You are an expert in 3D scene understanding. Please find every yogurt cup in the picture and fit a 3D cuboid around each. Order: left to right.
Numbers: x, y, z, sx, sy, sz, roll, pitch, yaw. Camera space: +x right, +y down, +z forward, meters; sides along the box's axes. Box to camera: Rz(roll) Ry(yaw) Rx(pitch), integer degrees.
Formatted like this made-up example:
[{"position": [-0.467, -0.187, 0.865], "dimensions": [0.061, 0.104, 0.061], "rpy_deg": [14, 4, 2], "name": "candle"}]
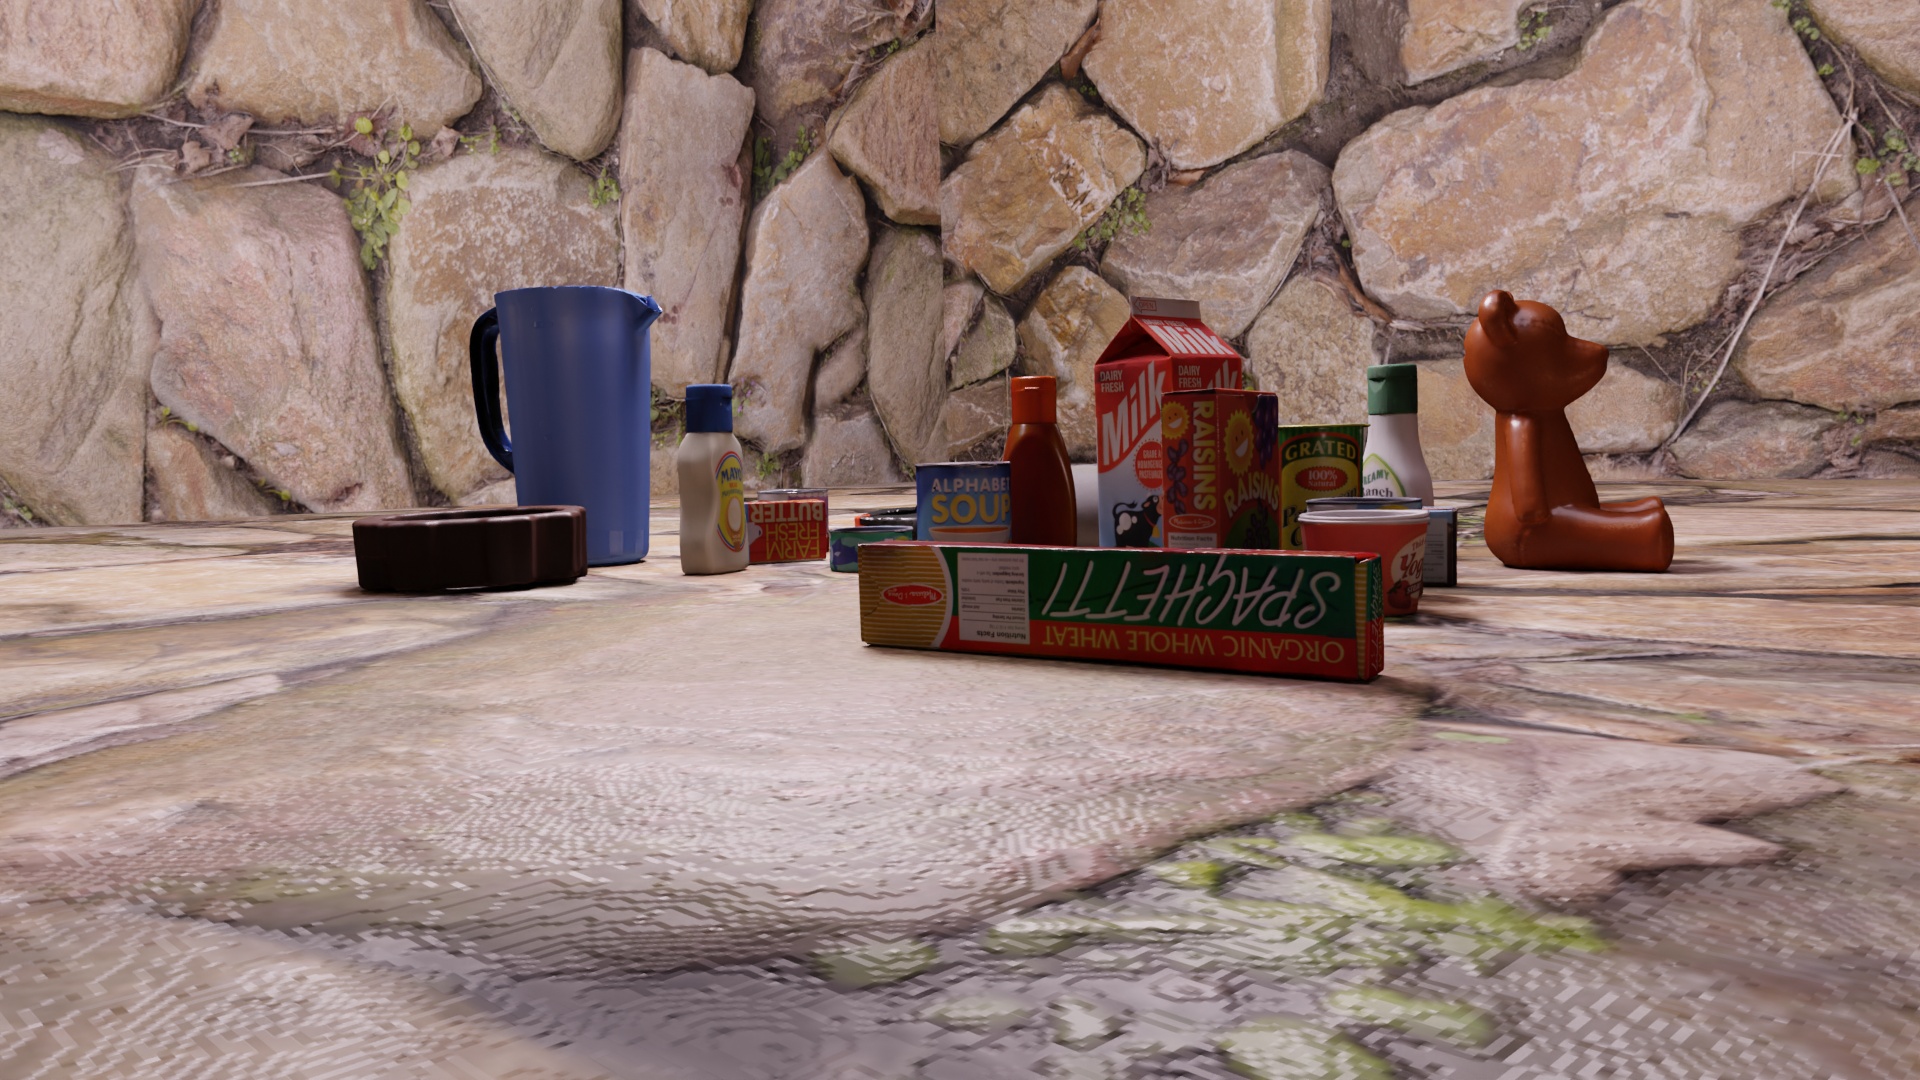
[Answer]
[{"position": [0.216, 0.012, 0.745], "dimensions": [0.072, 0.054, 0.072], "rpy_deg": [-2, 4, 0], "name": "yogurt cup"}]

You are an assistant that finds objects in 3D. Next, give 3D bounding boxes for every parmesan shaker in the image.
[{"position": [0.245, -0.028, 0.950], "dimensions": [0.071, 0.103, 0.071], "rpy_deg": [-2, 3, 0], "name": "parmesan shaker"}]

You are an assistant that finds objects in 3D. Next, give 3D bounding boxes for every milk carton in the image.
[{"position": [0.141, -0.068, 0.937], "dimensions": [0.072, 0.190, 0.073], "rpy_deg": [-4, 4, -40], "name": "milk carton"}]

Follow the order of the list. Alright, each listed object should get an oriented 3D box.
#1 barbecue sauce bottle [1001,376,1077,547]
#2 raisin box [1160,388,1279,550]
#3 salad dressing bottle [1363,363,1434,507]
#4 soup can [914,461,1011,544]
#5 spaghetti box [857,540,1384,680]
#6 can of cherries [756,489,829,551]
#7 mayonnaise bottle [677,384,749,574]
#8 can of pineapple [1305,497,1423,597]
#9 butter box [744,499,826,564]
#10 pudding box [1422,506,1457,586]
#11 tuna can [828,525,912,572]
[{"position": [0.061, -0.057, 1.119], "dimensions": [0.065, 0.148, 0.044], "rpy_deg": [-1, 3, 8], "name": "barbecue sauce bottle"}, {"position": [0.153, -0.026, 0.814], "dimensions": [0.040, 0.123, 0.086], "rpy_deg": [1, 4, 36], "name": "raisin box"}, {"position": [0.329, -0.060, 1.056], "dimensions": [0.044, 0.147, 0.064], "rpy_deg": [-3, 4, -29], "name": "salad dressing bottle"}, {"position": [0.003, -0.012, 0.955], "dimensions": [0.071, 0.083, 0.071], "rpy_deg": [-2, 4, 0], "name": "soup can"}, {"position": [0.060, 0.027, 0.607], "dimensions": [0.250, 0.050, 0.029], "rpy_deg": [1, 4, 35], "name": "spaghetti box"}, {"position": [-0.152, -0.018, 1.284], "dimensions": [0.071, 0.058, 0.071], "rpy_deg": [-2, 4, 0], "name": "can of cherries"}, {"position": [-0.196, -0.049, 1.097], "dimensions": [0.041, 0.148, 0.065], "rpy_deg": [0, 4, 22], "name": "mayonnaise bottle"}, {"position": [0.239, 0.004, 0.816], "dimensions": [0.071, 0.058, 0.071], "rpy_deg": [-2, 4, 0], "name": "can of pineapple"}, {"position": [-0.165, -0.007, 1.175], "dimensions": [0.104, 0.053, 0.024], "rpy_deg": [-3, 4, -23], "name": "butter box"}, {"position": [0.270, 0.003, 0.878], "dimensions": [0.083, 0.049, 0.030], "rpy_deg": [0, 4, 21], "name": "pudding box"}, {"position": [-0.068, 0.006, 1.088], "dimensions": [0.071, 0.033, 0.071], "rpy_deg": [-2, 4, 0], "name": "tuna can"}]
